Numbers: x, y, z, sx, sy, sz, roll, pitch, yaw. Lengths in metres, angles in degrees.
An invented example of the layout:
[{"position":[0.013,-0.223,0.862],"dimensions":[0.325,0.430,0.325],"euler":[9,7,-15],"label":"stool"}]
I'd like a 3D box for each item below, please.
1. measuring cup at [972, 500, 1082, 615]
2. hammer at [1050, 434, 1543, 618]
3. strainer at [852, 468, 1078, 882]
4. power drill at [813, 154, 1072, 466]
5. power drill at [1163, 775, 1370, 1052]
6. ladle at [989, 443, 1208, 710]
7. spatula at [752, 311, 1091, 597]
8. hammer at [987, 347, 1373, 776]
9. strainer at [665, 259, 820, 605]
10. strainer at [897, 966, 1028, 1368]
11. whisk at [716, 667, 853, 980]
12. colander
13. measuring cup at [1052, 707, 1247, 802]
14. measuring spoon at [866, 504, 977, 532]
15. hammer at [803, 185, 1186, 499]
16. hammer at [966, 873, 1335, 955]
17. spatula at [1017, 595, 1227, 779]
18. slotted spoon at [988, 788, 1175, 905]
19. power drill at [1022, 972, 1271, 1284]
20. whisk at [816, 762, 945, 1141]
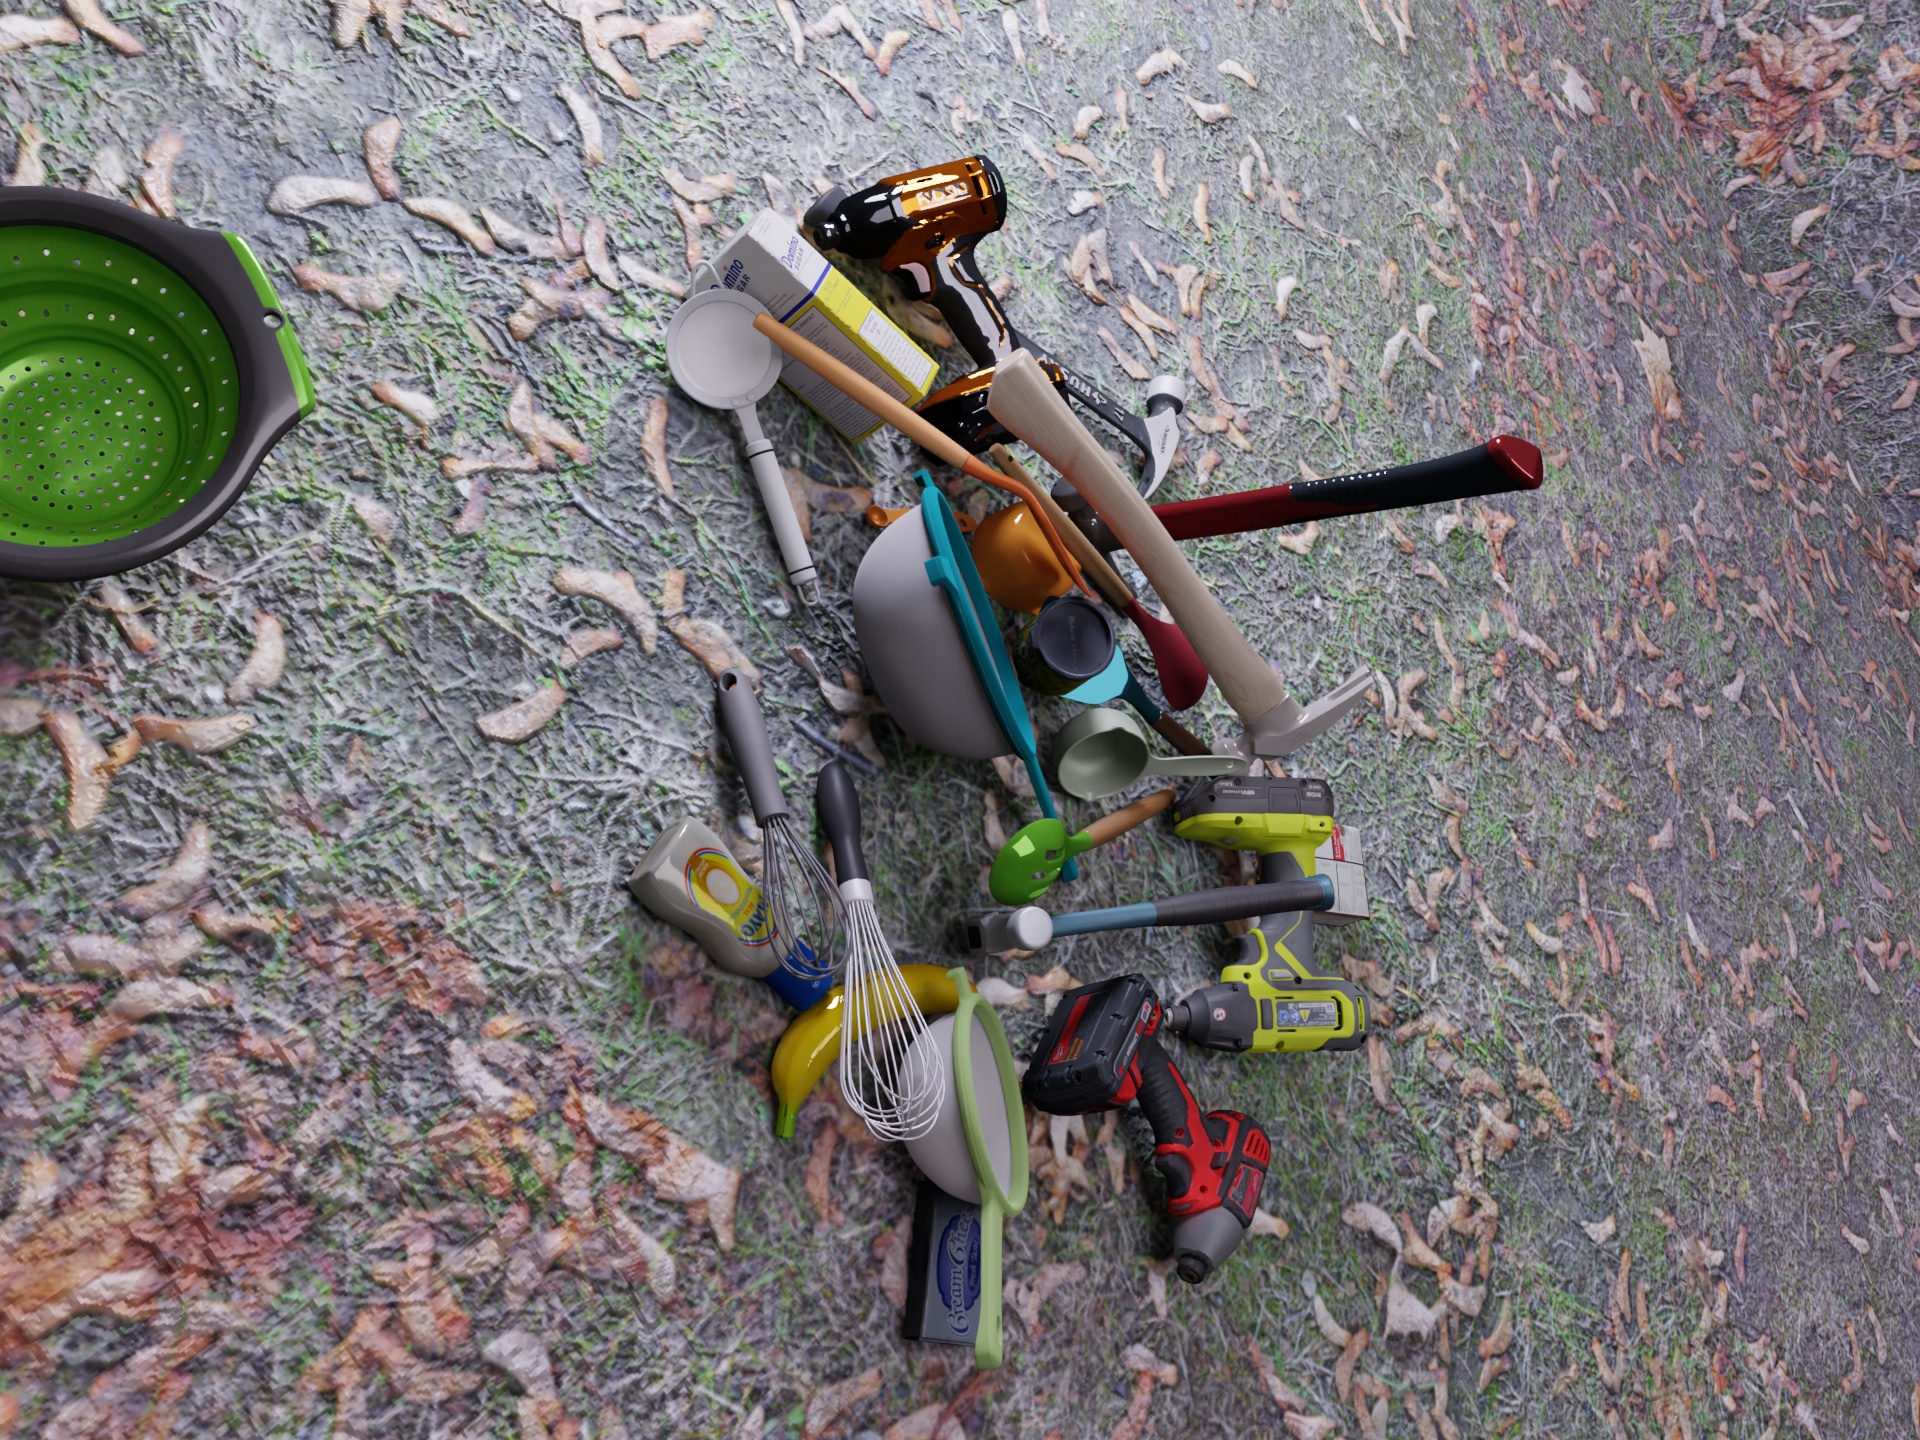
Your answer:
[{"position":[0.082,-0.103,1.314],"dimensions":[0.095,0.052,0.173],"euler":[-38,98,-41],"label":"measuring cup"},{"position":[0.264,-0.159,1.261],"dimensions":[0.143,0.386,0.038],"euler":[57,44,-34],"label":"hammer"},{"position":[-0.002,-0.004,1.186],"dimensions":[0.211,0.095,0.340],"euler":[-99,169,-62],"label":"strainer"},{"position":[-0.016,-0.325,1.269],"dimensions":[0.164,0.084,0.226],"euler":[-22,97,-25],"label":"power drill"},{"position":[0.246,0.163,1.326],"dimensions":[0.171,0.080,0.223],"euler":[2,74,-15],"label":"power drill"},{"position":[0.121,-0.116,1.309],"dimensions":[0.315,0.031,0.069],"euler":[45,56,-31],"label":"ladle"},{"position":[-0.022,-0.200,1.194],"dimensions":[0.322,0.041,0.081],"euler":[32,12,-17],"label":"spatula"},{"position":[0.167,-0.131,1.265],"dimensions":[0.410,0.146,0.038],"euler":[49,17,-22],"label":"hammer"},{"position":[-0.152,-0.206,1.167],"dimensions":[0.087,0.050,0.258],"euler":[-20,94,-16],"label":"strainer"},{"position":[-0.005,0.303,1.050],"dimensions":[0.257,0.069,0.151],"euler":[-89,162,-46],"label":"strainer"},{"position":[-0.123,0.064,1.060],"dimensions":[0.055,0.055,0.239],"euler":[2,56,-39],"label":"whisk"},{"position":[-0.538,-0.134,0.801],"dimensions":[0.397,0.094,0.204],"euler":[-24,91,-24],"label":"colander"},{"position":[0.153,0.025,1.295],"dimensions":[0.167,0.083,0.038],"euler":[1,41,-19],"label":"measuring cup"},{"position":[-0.031,-0.159,1.272],"dimensions":[0.117,0.011,0.021],"euler":[-3,65,-44],"label":"measuring spoon"},{"position":[0.037,-0.328,1.371],"dimensions":[0.408,0.036,0.149],"euler":[28,59,-29],"label":"hammer"},{"position":[0.153,0.146,1.207],"dimensions":[0.331,0.128,0.033],"euler":[-3,81,-29],"label":"hammer"},{"position":[0.170,0.007,1.348],"dimensions":[0.317,0.044,0.082],"euler":[37,64,-38],"label":"spatula"},{"position":[0.106,0.086,1.225],"dimensions":[0.313,0.031,0.070],"euler":[-17,129,-61],"label":"slotted spoon"},{"position":[0.149,0.311,1.204],"dimensions":[0.219,0.078,0.143],"euler":[52,42,-18],"label":"power drill"},{"position":[-0.065,0.146,1.065],"dimensions":[0.070,0.070,0.285],"euler":[14,46,-36],"label":"whisk"}]
